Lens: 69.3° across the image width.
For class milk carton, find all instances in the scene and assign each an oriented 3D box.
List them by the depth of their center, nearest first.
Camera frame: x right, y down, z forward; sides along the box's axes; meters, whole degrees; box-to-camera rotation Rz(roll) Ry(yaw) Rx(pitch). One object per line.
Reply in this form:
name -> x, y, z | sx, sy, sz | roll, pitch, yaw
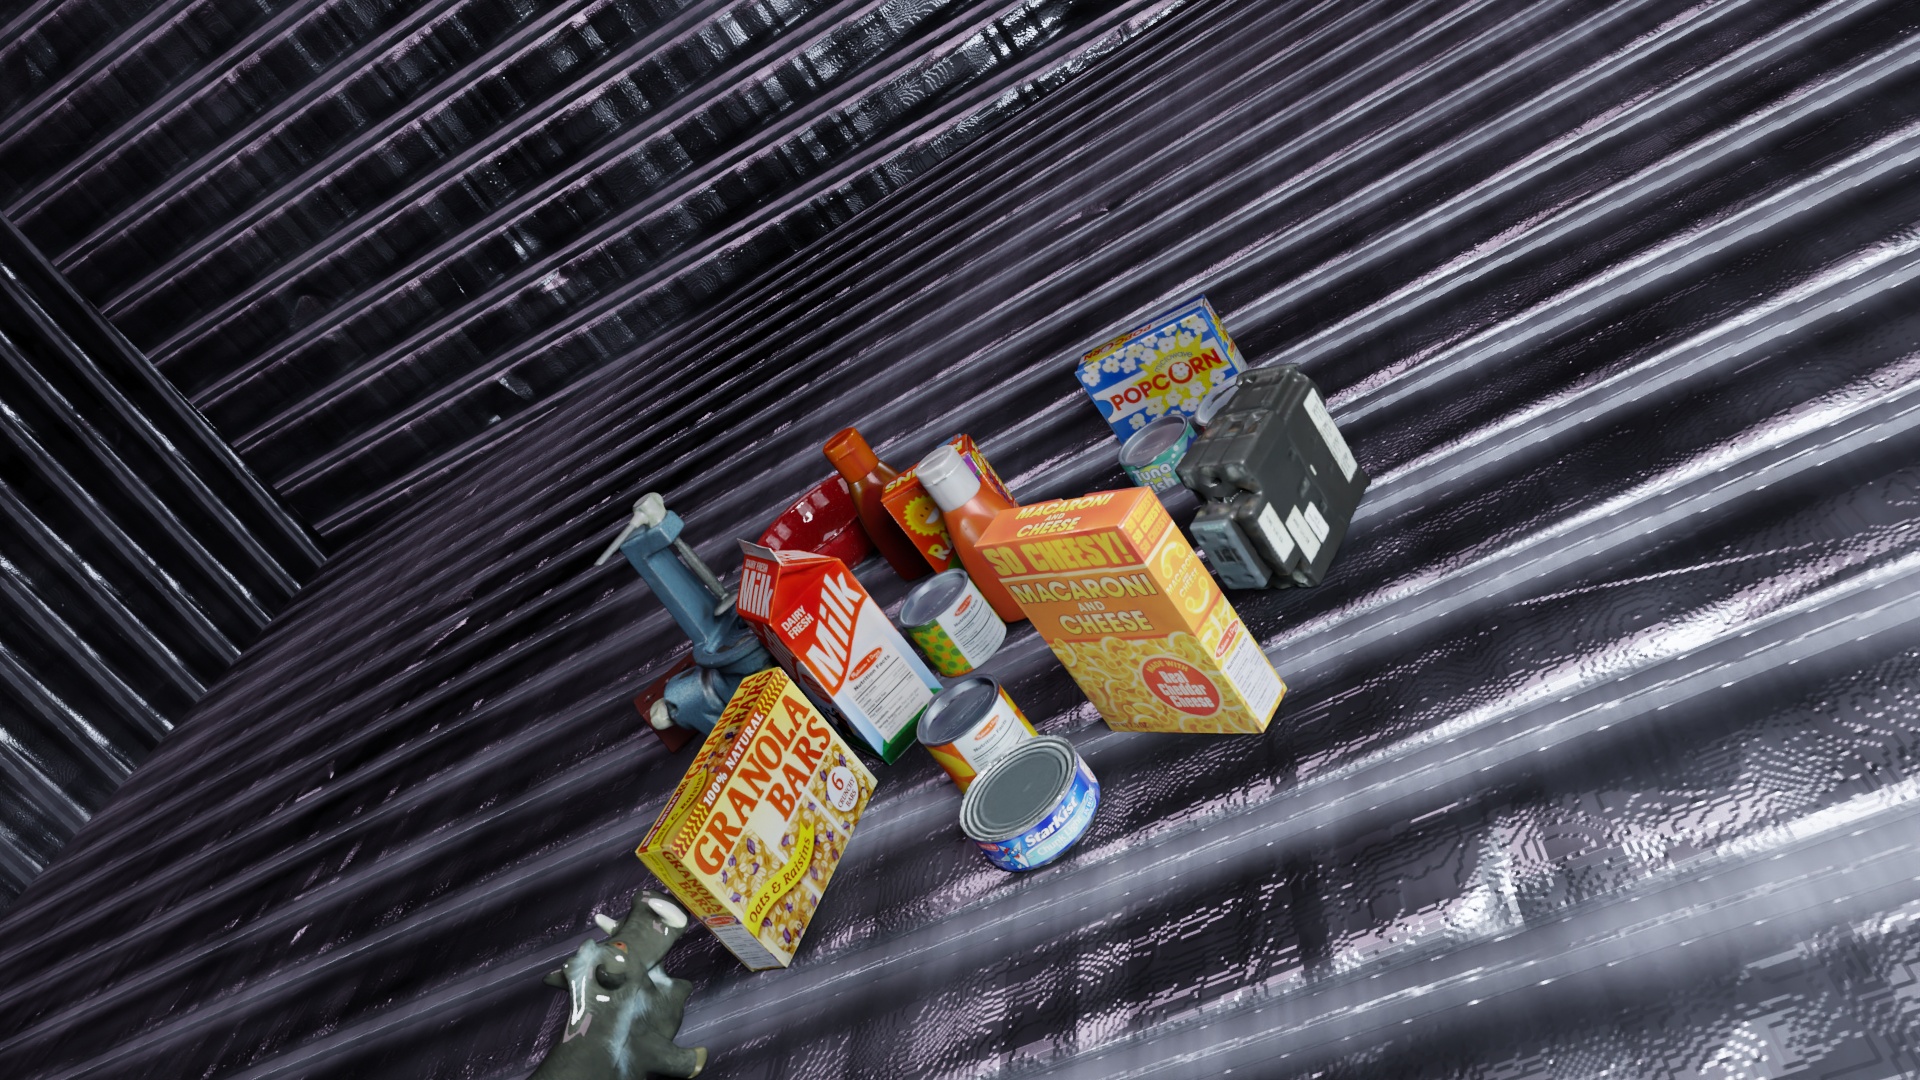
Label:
milk carton -> -0.098, 0.072, 1.042 | 0.074, 0.190, 0.072 | -45, 24, -19

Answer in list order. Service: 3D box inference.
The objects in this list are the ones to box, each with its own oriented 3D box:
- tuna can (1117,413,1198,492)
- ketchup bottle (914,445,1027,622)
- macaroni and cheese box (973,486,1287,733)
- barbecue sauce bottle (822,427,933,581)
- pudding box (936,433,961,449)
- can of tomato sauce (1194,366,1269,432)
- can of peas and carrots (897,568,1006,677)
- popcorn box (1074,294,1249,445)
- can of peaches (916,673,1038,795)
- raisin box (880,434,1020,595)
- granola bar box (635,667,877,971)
tuna can -> 0.165, -0.070, 1.144 | 0.071, 0.032, 0.071 | -30, 24, 15
ketchup bottle -> 0.021, -0.006, 1.078 | 0.064, 0.148, 0.044 | -30, 24, 17
macaroni and cheese box -> 0.102, 0.046, 0.839 | 0.123, 0.166, 0.040 | -9, 35, 49
barbecue sauce bottle -> -0.067, -0.035, 1.259 | 0.065, 0.148, 0.044 | -32, 23, 11
pudding box -> 0.000, -0.064, 1.345 | 0.030, 0.049, 0.084 | -30, 23, 15
can of tomato sauce -> 0.220, -0.073, 1.007 | 0.071, 0.083, 0.071 | -30, 23, 15
can of peas and carrots -> -0.008, 0.065, 1.097 | 0.071, 0.058, 0.071 | -30, 23, 15
popcorn box -> 0.177, -0.147, 1.208 | 0.126, 0.085, 0.038 | -24, 26, 28
can of peaches -> 0.013, 0.133, 0.940 | 0.071, 0.058, 0.071 | -30, 23, 15
raisin box -> 0.004, -0.014, 1.150 | 0.086, 0.123, 0.040 | -30, 23, 16
granola bar box -> -0.135, 0.189, 0.956 | 0.039, 0.124, 0.166 | -20, 28, 35
